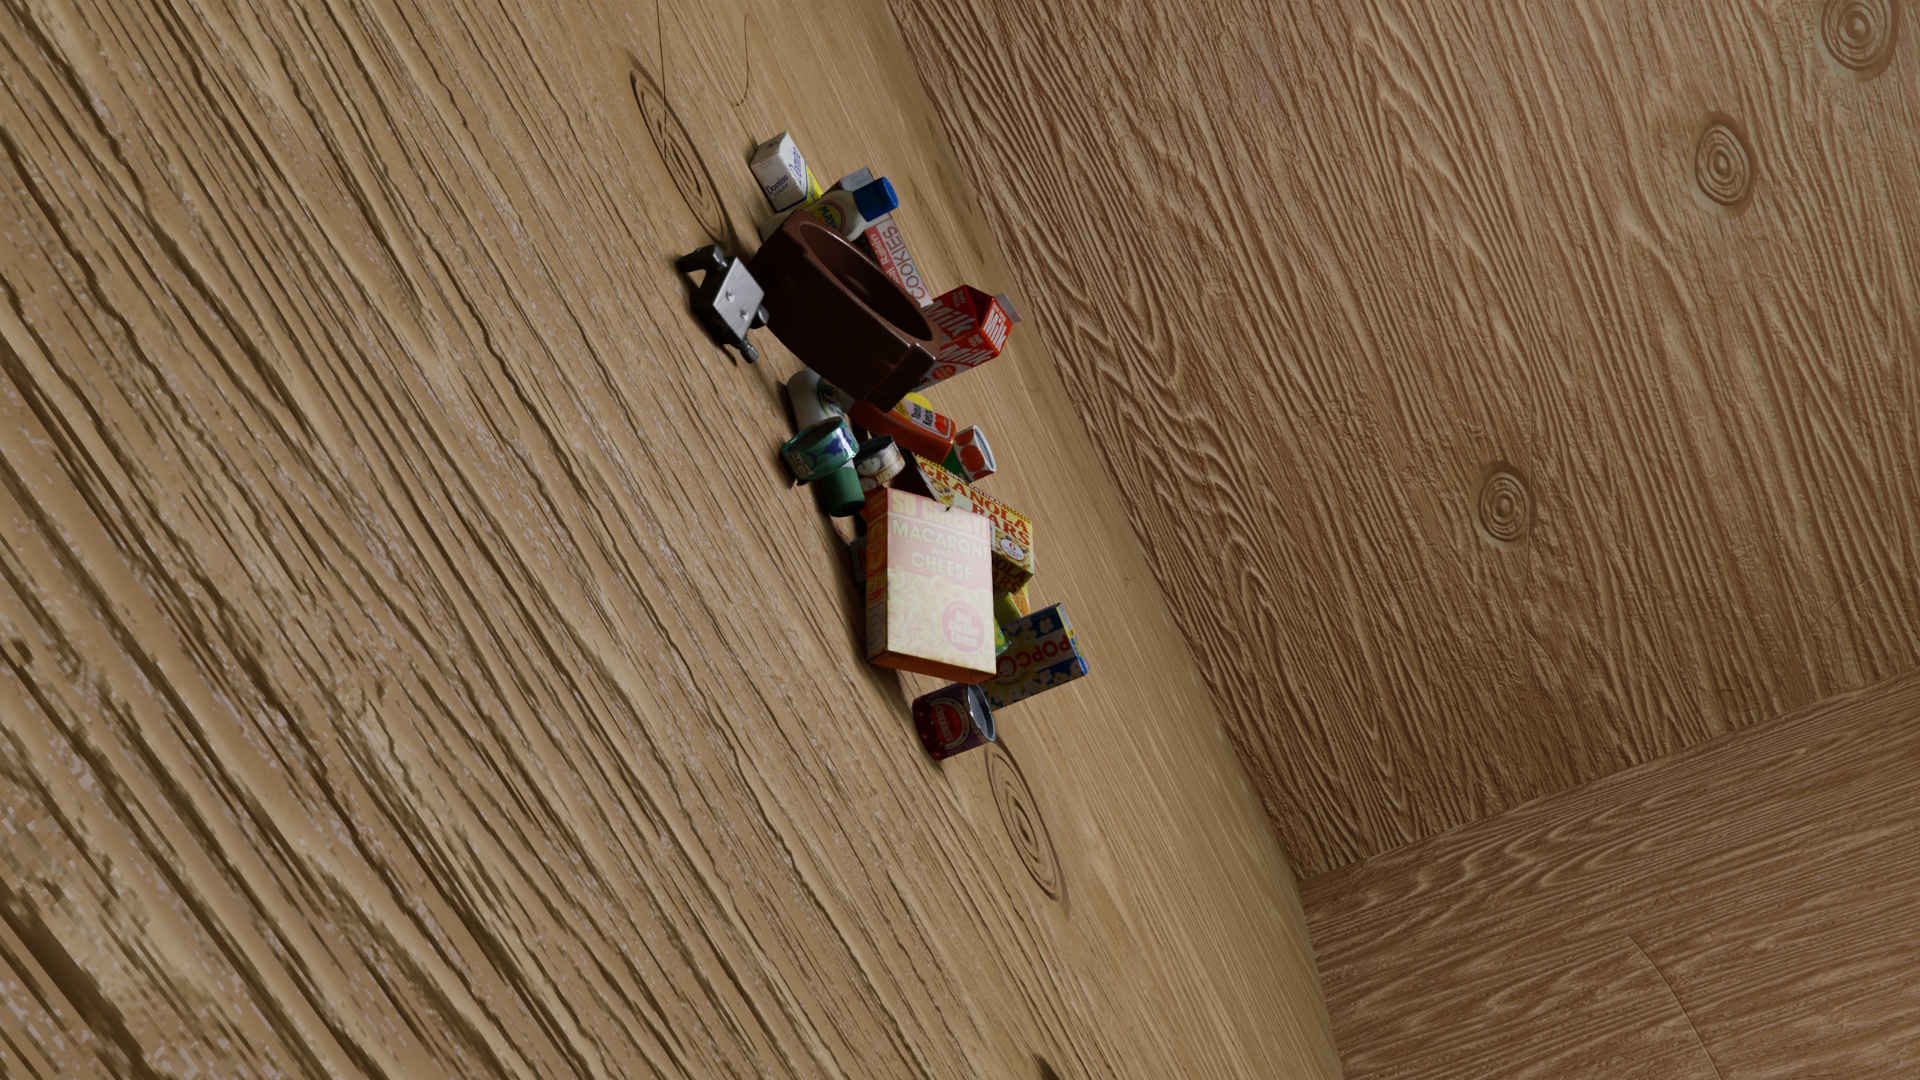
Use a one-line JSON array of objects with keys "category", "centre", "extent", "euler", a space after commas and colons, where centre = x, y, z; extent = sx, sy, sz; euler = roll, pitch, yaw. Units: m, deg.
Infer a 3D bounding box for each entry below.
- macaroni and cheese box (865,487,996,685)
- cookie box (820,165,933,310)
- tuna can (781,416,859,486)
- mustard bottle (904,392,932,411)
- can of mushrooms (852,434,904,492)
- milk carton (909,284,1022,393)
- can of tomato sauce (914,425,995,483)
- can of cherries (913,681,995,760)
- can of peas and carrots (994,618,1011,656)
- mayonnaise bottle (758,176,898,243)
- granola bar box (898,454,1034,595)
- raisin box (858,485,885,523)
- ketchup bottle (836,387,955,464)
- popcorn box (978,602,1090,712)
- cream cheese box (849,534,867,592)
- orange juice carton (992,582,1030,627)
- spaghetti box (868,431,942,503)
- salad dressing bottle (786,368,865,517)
[{"category": "macaroni and cheese box", "centre": [-0.027, 0.043, 1.311], "extent": [0.124, 0.040, 0.167], "euler": [16, 60, -33]}, {"category": "cookie box", "centre": [-0.098, -0.331, 1.578], "extent": [0.167, 0.040, 0.123], "euler": [64, -12, -11]}, {"category": "tuna can", "centre": [-0.130, -0.082, 1.271], "extent": [0.032, 0.071, 0.071], "euler": [61, 14, -21]}, {"category": "mustard bottle", "centre": [-0.061, -0.149, 1.691], "extent": [0.065, 0.049, 0.161], "euler": [64, 13, -8]}, {"category": "can of mushrooms", "centre": [-0.090, -0.078, 1.406], "extent": [0.071, 0.071, 0.033], "euler": [-80, 147, -67]}, {"category": "milk carton", "centre": [-0.021, -0.249, 1.708], "extent": [0.072, 0.190, 0.074], "euler": [44, 27, -60]}, {"category": "can of tomato sauce", "centre": [-0.005, -0.098, 1.749], "extent": [0.071, 0.083, 0.071], "euler": [60, 14, -26]}, {"category": "can of cherries", "centre": [-0.006, 0.172, 1.339], "extent": [0.071, 0.058, 0.071], "euler": [-23, 91, -77]}, {"category": "can of peas and carrots", "centre": [0.012, 0.101, 1.506], "extent": [0.058, 0.071, 0.071], "euler": [65, 13, -7]}, {"category": "mayonnaise bottle", "centre": [-0.139, -0.343, 1.492], "extent": [0.064, 0.148, 0.041], "euler": [66, 14, -4]}, {"category": "granola bar box", "centre": [0.006, -0.020, 1.596], "extent": [0.165, 0.039, 0.125], "euler": [31, 27, -16]}, {"category": "raisin box", "centre": [-0.052, 0.006, 1.428], "extent": [0.086, 0.040, 0.123], "euler": [48, -2, 42]}, {"category": "ketchup bottle", "centre": [-0.079, -0.132, 1.452], "extent": [0.149, 0.043, 0.065], "euler": [25, 27, -14]}, {"category": "popcorn box", "centre": [0.072, 0.133, 1.568], "extent": [0.085, 0.126, 0.038], "euler": [66, 16, -1]}, {"category": "cream cheese box", "centre": [-0.073, 0.042, 1.371], "extent": [0.103, 0.024, 0.053], "euler": [51, 20, -51]}, {"category": "orange juice carton", "centre": [0.034, 0.047, 1.681], "extent": [0.071, 0.073, 0.193], "euler": [58, 15, -30]}, {"category": "spaghetti box", "centre": [-0.062, -0.084, 1.493], "extent": [0.050, 0.028, 0.251], "euler": [53, 5, -45]}, {"category": "salad dressing bottle", "centre": [-0.128, -0.095, 1.342], "extent": [0.064, 0.044, 0.148], "euler": [33, 36, -65]}]
